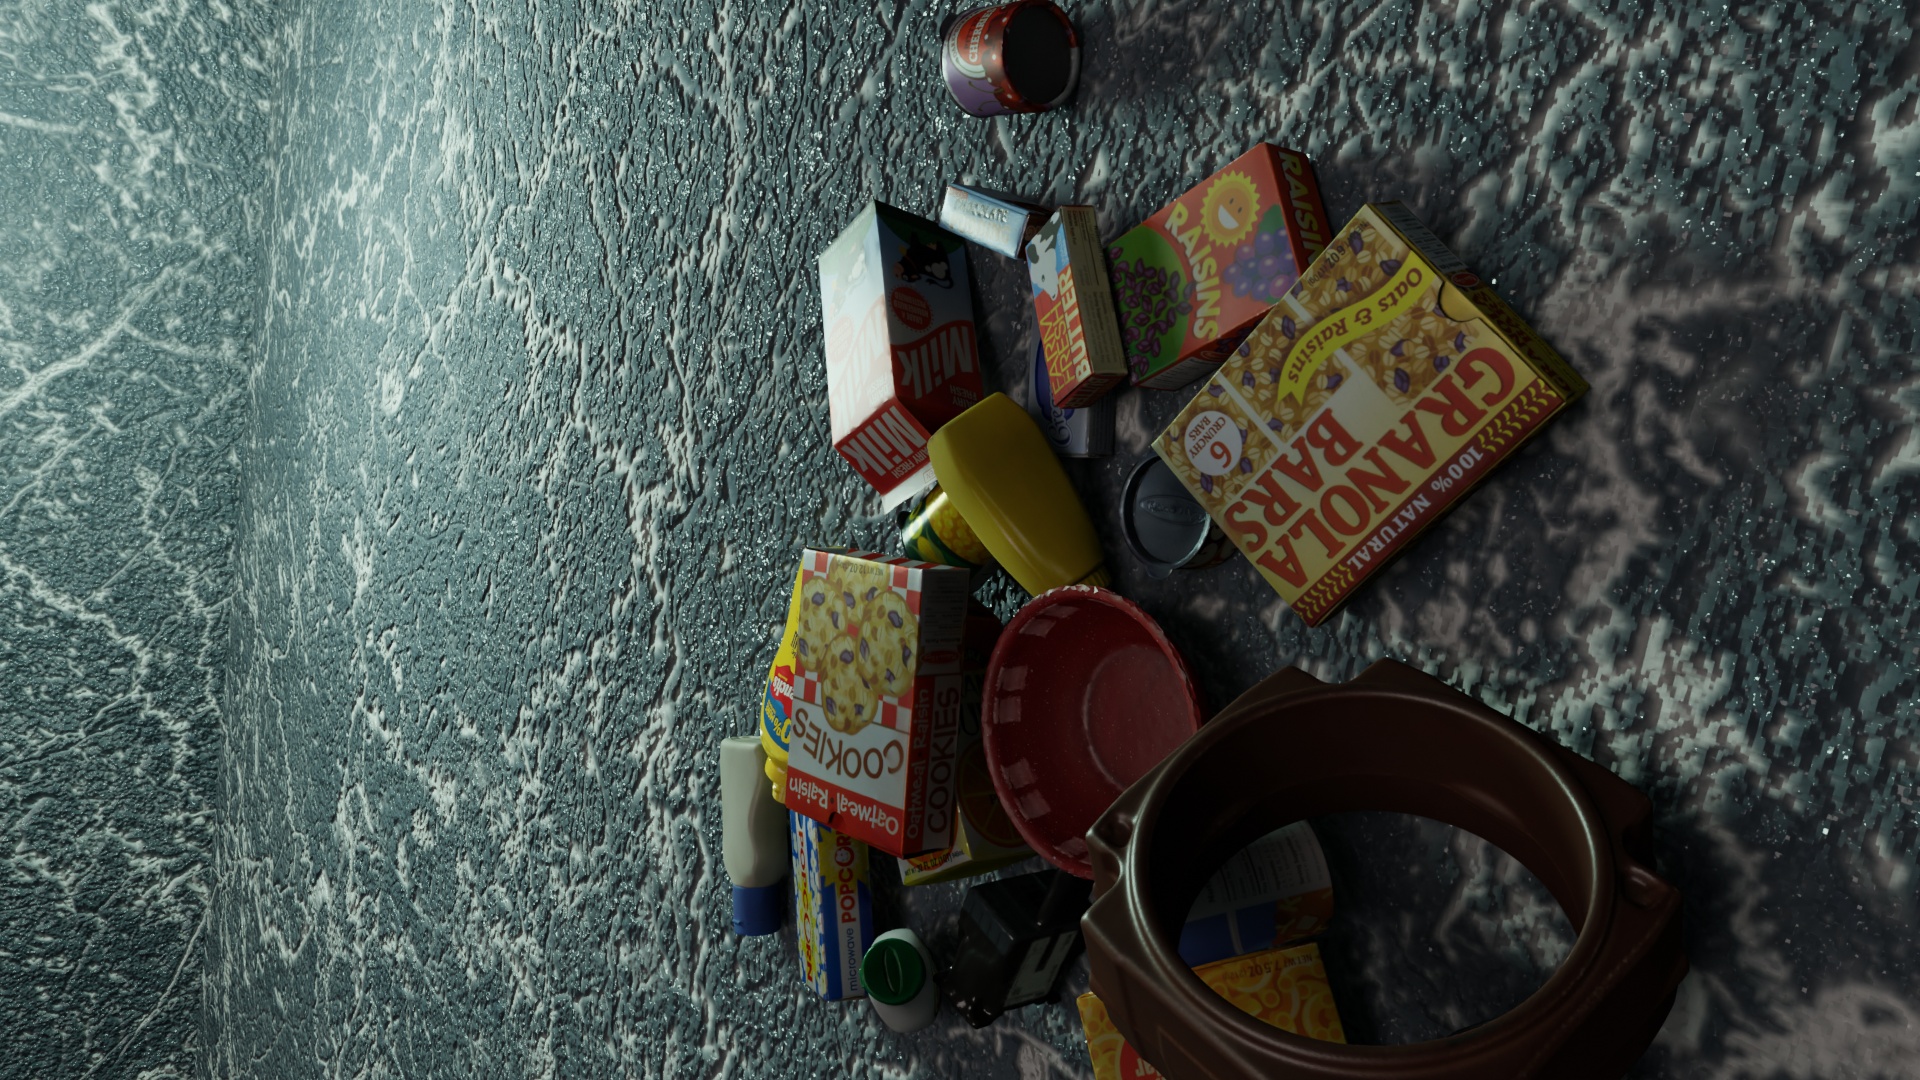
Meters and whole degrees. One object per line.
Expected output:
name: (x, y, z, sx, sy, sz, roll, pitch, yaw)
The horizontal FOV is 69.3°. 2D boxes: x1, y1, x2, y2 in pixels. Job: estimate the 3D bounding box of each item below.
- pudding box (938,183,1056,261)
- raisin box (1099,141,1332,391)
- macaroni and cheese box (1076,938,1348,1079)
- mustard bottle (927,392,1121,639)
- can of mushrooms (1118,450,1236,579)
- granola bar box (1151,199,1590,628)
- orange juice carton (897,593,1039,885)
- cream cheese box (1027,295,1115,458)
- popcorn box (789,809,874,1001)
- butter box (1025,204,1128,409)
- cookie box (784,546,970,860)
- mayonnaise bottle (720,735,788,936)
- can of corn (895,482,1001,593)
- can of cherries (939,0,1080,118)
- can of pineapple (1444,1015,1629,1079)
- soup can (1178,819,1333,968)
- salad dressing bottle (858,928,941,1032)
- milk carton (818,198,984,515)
pudding box: (0.031, -0.195, 0.856, 0.084, 0.050, 0.030, 34, 116, 44)
raisin box: (0.137, -0.142, 0.738, 0.123, 0.040, 0.086, -27, 68, 47)
macaroni and cheese box: (0.137, 0.292, 0.674, 0.124, 0.040, 0.167, -16, 73, 6)
mustard bottle: (0.045, -0.007, 0.812, 0.160, 0.065, 0.048, 57, 157, 0)
can of mushrooms: (0.121, -0.014, 0.758, 0.071, 0.033, 0.071, -1, 88, 49)
granola bar box: (0.185, -0.057, 0.655, 0.124, 0.039, 0.164, 51, 128, 17)
orange juice carton: (-0.010, 0.112, 0.878, 0.071, 0.073, 0.193, -33, 64, 44)
cream cheese box: (0.067, -0.101, 0.830, 0.053, 0.024, 0.103, 5, 93, 50)
popcorn box: (-0.090, 0.251, 0.976, 0.085, 0.038, 0.127, 157, 109, -71)
butter box: (0.064, -0.131, 0.784, 0.053, 0.024, 0.103, 142, 121, -65)
cookie box: (-0.053, 0.093, 0.840, 0.123, 0.040, 0.167, 8, 94, 50)
mayonnaise bottle: (-0.159, 0.228, 1.077, 0.064, 0.041, 0.148, -3, 88, 51)
can of corn: (0.003, -0.011, 0.868, 0.058, 0.071, 0.071, -47, 55, 37)
can of cherries: (0.029, -0.294, 0.844, 0.058, 0.071, 0.071, 15, 101, 49)
can of pineapple: (0.243, 0.230, 0.581, 0.070, 0.071, 0.058, -34, 64, 44)
soup can: (0.132, 0.173, 0.689, 0.071, 0.084, 0.071, 171, 88, -80)
salad dressing bottle: (-0.037, 0.273, 0.866, 0.147, 0.044, 0.064, 84, 173, -70)
milk carton: (-0.037, -0.114, 0.892, 0.072, 0.073, 0.191, -33, 54, 45)
